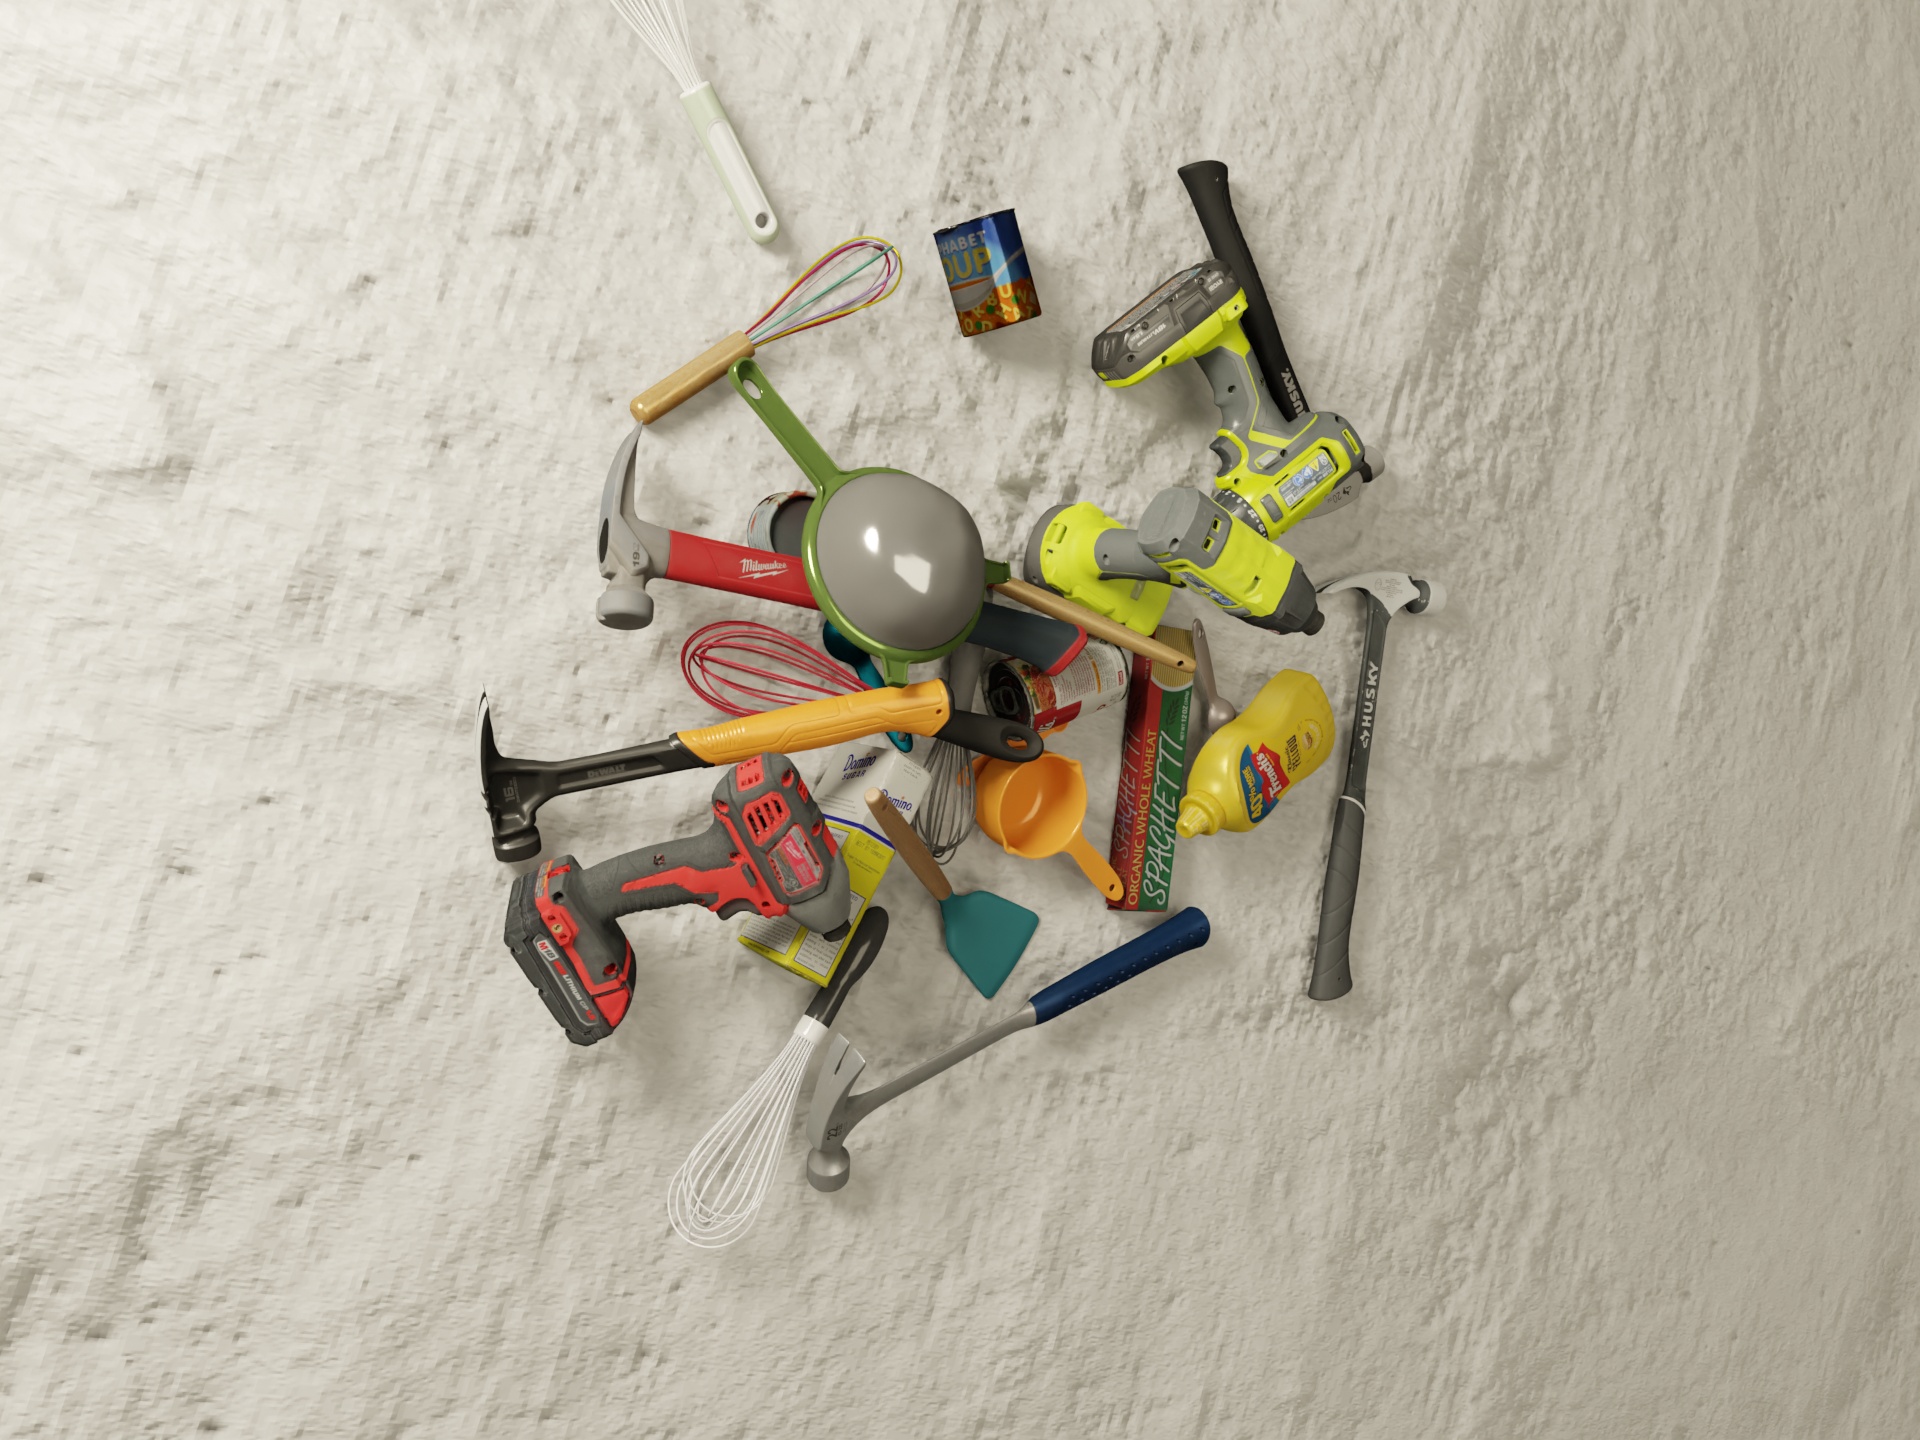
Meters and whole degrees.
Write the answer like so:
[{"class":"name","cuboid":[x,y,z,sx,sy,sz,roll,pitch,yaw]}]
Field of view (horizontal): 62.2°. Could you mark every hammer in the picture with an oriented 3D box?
[{"class":"hammer","cuboid":[-0.074,-0.106,1.162,0.386,0.038,0.143,10,70,-30]},{"class":"hammer","cuboid":[0.050,0.240,1.293,0.405,0.035,0.144,-22,135,-32]},{"class":"hammer","cuboid":[0.266,-0.333,1.405,0.146,0.035,0.334,-35,110,-25]},{"class":"hammer","cuboid":[0.368,0.060,1.494,0.149,0.036,0.409,8,90,-30]},{"class":"hammer","cuboid":[-0.165,0.009,1.111,0.337,0.034,0.127,-11,121,-17]}]

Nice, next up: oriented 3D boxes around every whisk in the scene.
[{"class":"whisk","cuboid":[-0.001,-0.004,1.265,0.055,0.055,0.239,14,82,-31]},{"class":"whisk","cuboid":[-0.137,-0.285,1.164,0.245,0.051,0.047,-39,117,-20]},{"class":"whisk","cuboid":[-0.131,0.262,1.202,0.070,0.070,0.285,40,68,-27]},{"class":"whisk","cuboid":[-0.190,-0.451,1.118,0.058,0.059,0.246,-33,114,-12]},{"class":"whisk","cuboid":[-0.067,-0.013,1.192,0.295,0.073,0.073,15,86,-22]}]

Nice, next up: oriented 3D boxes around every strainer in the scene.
[{"class":"strainer","cuboid":[-0.065,-0.160,1.119,0.256,0.069,0.151,50,55,-10]}]

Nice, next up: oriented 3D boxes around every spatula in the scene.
[{"class":"spatula","cuboid":[-0.011,0.123,1.205,0.082,0.044,0.317,-56,152,-15]}]

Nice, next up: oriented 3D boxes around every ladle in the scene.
[{"class":"ladle","cuboid":[0.051,-0.101,1.255,0.315,0.031,0.069,23,111,-15]}]

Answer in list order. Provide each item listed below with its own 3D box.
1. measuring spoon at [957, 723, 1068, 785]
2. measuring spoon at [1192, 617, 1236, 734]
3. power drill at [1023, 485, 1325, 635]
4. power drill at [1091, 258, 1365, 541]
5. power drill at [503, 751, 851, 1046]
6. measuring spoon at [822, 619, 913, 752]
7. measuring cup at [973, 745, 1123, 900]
[{"class":"measuring spoon","cuboid":[0.042,0.022,1.312,0.117,0.011,0.021,-30,120,-22]},{"class":"measuring spoon","cuboid":[0.222,-0.038,1.387,0.034,0.018,0.124,-52,136,-37]},{"class":"power drill","cuboid":[0.166,-0.114,1.250,0.171,0.223,0.080,30,79,-29]},{"class":"power drill","cuboid":[0.212,-0.248,1.336,0.190,0.080,0.228,-39,108,-7]},{"class":"power drill","cuboid":[-0.185,0.125,1.086,0.219,0.079,0.143,-25,115,2]},{"class":"measuring spoon","cuboid":[-0.064,-0.029,1.235,0.042,0.021,0.128,-35,109,-24]},{"class":"measuring cup","cuboid":[0.076,0.090,1.314,0.095,0.052,0.173,-50,125,-13]}]
